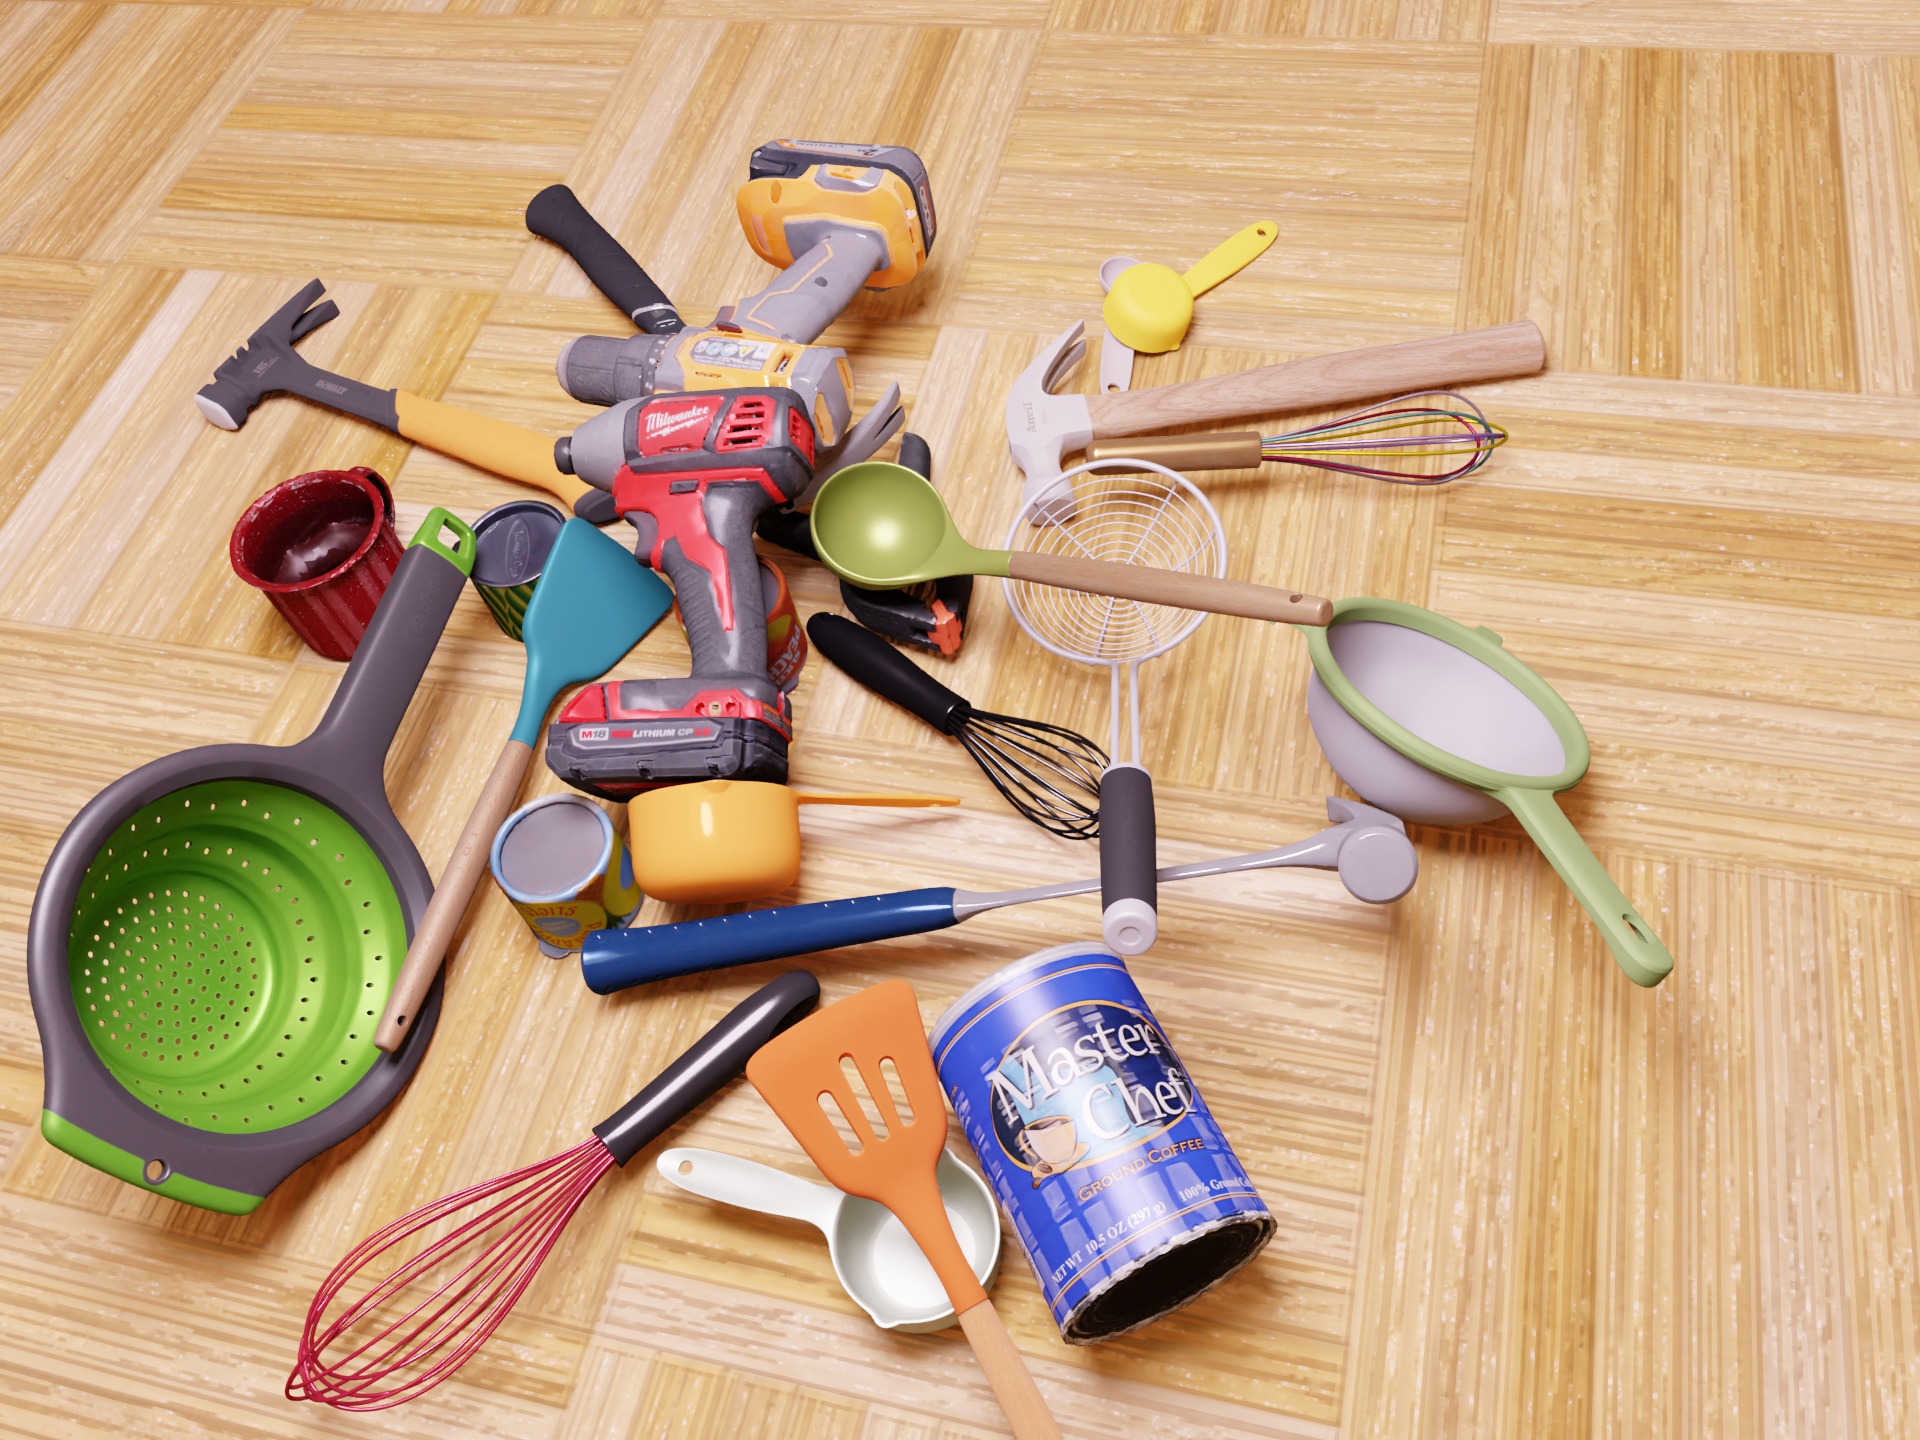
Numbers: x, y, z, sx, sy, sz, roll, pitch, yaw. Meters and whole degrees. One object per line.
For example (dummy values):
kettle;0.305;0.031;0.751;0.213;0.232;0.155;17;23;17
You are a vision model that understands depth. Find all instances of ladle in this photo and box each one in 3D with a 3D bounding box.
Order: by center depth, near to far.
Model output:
ladle;0.043;-0.084;0.803;0.320;0.062;0.078;14;58;43

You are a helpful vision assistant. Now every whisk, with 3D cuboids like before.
whisk;-0.182;0.213;0.746;0.296;0.073;0.073;-37;59;-22
whisk;-0.001;-0.004;0.872;0.239;0.055;0.055;33;67;31
whisk;0.196;-0.160;0.931;0.245;0.051;0.047;-3;59;1

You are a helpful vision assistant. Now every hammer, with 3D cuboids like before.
hammer;0.011;0.089;0.780;0.405;0.144;0.035;-10;92;12
hammer;0.191;-0.206;0.980;0.331;0.031;0.130;-10;63;0
hammer;-0.191;-0.264;1.063;0.149;0.036;0.409;-31;53;-16
hammer;-0.353;-0.205;1.066;0.337;0.034;0.127;22;63;21

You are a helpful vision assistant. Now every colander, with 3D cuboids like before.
colander;-0.354;0.053;0.832;0.094;0.204;0.397;-17;47;37

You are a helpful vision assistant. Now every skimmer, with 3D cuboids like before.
skimmer;0.075;-0.026;0.779;0.127;0.090;0.364;-7;27;9

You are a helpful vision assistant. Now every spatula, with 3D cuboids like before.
spatula;0.017;0.264;0.653;0.081;0.041;0.323;-26;69;-12
spatula;-0.245;0.032;0.866;0.044;0.082;0.318;-19;44;39

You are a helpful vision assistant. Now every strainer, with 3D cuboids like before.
strainer;0.248;0.041;0.768;0.151;0.069;0.257;5;39;-26

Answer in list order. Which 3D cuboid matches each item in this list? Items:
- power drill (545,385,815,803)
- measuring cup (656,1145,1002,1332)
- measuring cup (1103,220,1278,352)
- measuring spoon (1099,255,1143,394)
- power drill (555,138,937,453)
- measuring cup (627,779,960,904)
power drill;-0.154;-0.070;0.846;0.143;0.078;0.220;-1;76;11
measuring cup;-0.060;0.228;0.729;0.167;0.038;0.083;11;59;18
measuring cup;0.159;-0.297;1.045;0.156;0.029;0.062;-38;78;-21
measuring spoon;0.103;-0.252;1.042;0.034;0.018;0.124;9;64;-2
power drill;-0.129;-0.261;0.981;0.185;0.084;0.226;11;57;19
measuring cup;-0.084;0.065;0.824;0.173;0.095;0.052;0;75;-11
